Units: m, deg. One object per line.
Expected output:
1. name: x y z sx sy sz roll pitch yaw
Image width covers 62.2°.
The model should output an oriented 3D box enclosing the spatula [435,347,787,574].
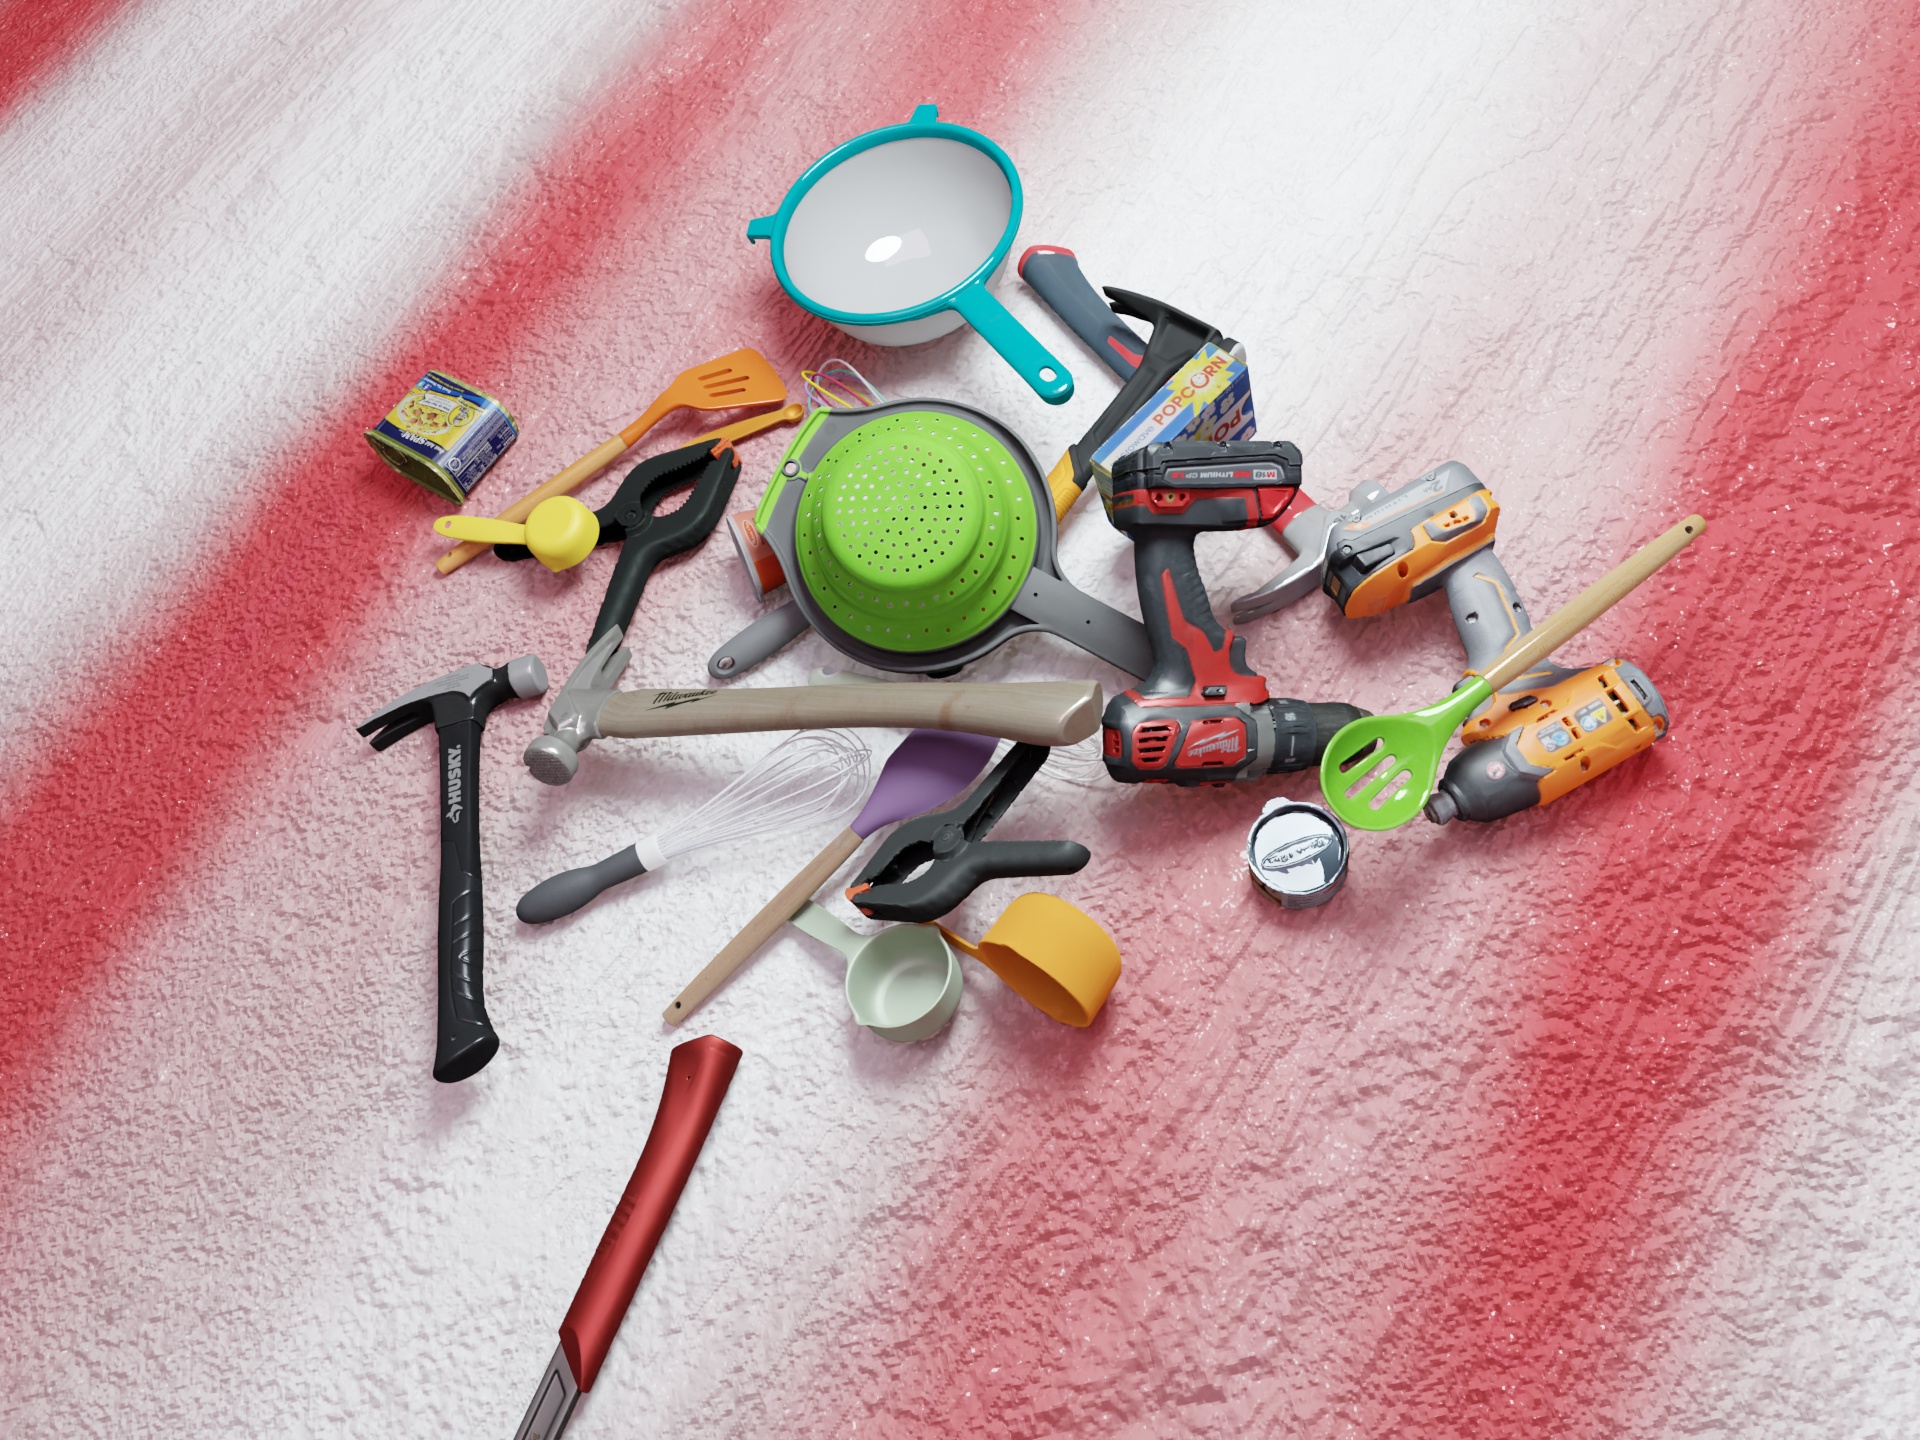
1. spatula: -0.295 -0.213 1.324 0.322 0.041 0.081 -35 54 -1

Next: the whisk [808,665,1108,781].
1. whisk: -0.002 -0.004 1.145 0.246 0.059 0.058 14 28 22

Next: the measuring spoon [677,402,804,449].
1. measuring spoon: -0.183 -0.237 1.320 0.117 0.011 0.021 -19 50 6

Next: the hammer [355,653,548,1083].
1. hammer: -0.369 0.103 1.156 0.146 0.035 0.335 -16 55 5

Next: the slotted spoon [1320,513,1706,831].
1. slotted spoon: 0.352 -0.036 1.005 0.314 0.031 0.070 -36 83 -7

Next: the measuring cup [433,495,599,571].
1. measuring cup: -0.363 -0.156 1.273 0.156 0.029 0.062 7 69 20

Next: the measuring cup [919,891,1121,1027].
1. measuring cup: 0.032 0.139 1.053 0.174 0.095 0.052 23 64 41

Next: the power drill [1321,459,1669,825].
1. power drill: 0.336 -0.044 1.062 0.164 0.084 0.227 -29 70 -3

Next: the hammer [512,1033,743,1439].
1. hammer: -0.220 0.373 1.006 0.149 0.036 0.359 17 69 20

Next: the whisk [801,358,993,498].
1. whisk: -0.052 -0.223 1.242 0.051 0.047 0.245 -47 52 -3

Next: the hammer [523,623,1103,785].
1. hammer: -0.101 -0.015 1.114 0.411 0.038 0.146 -1 42 20

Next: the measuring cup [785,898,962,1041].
1. measuring cup: -0.066 0.162 1.085 0.168 0.038 0.083 26 69 40

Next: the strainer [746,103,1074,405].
1. strainer: -0.008 -0.340 1.282 0.211 0.095 0.341 -36 62 -5

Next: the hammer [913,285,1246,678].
1. hammer: 0.066 -0.175 1.192 0.127 0.034 0.337 35 84 28

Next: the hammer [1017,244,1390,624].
1. hammer: 0.153 -0.240 1.230 0.143 0.038 0.387 -36 62 -5

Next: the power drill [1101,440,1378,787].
1. power drill: 0.187 -0.069 1.062 0.188 0.080 0.226 -2 93 -10

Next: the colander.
1. colander: 0.035 -0.100 1.105 0.397 0.094 0.204 29 89 8

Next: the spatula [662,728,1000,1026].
1. spatula: -0.089 0.098 1.102 0.316 0.018 0.060 -44 66 -2

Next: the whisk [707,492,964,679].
1. whisk: -0.090 -0.099 1.212 0.239 0.055 0.055 -33 62 1

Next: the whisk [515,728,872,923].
1. whisk: -0.192 0.081 1.139 0.284 0.070 0.070 -25 61 5
